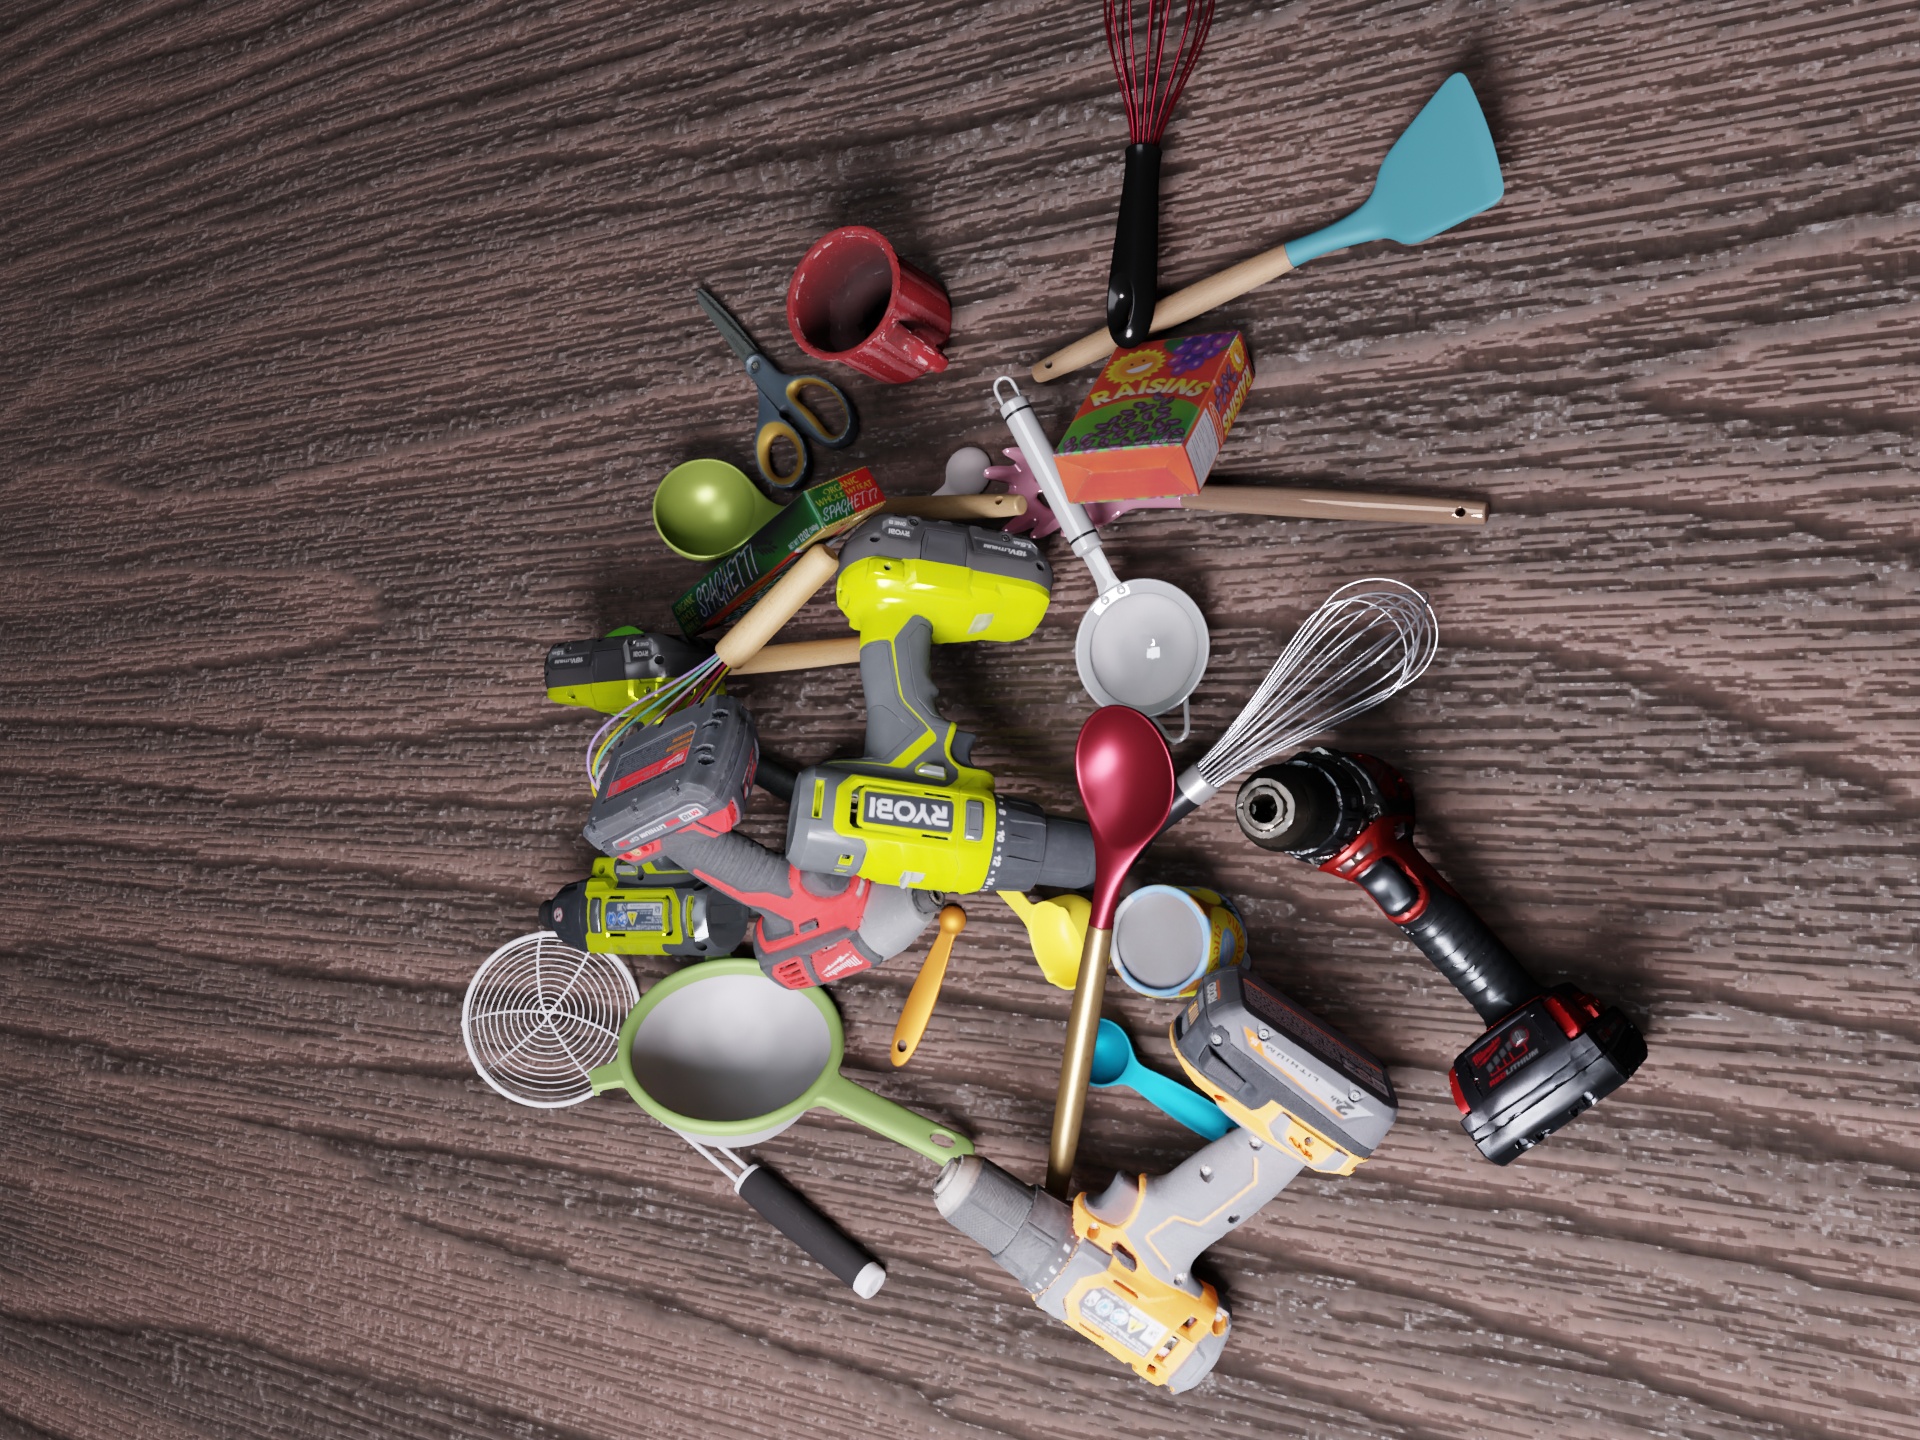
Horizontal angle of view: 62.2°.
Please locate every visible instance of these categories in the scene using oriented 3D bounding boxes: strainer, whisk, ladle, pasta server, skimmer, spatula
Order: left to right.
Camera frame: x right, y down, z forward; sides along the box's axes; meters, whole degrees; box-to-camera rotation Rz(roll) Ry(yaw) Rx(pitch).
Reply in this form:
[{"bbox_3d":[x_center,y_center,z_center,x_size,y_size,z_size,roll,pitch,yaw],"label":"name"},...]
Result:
[{"bbox_3d":[-0.201,0.277,1.109,0.363,0.090,0.127,30,71,29],"label":"skimmer"},{"bbox_3d":[-0.161,-0.024,1.024,0.245,0.051,0.047,-43,32,23],"label":"whisk"},{"bbox_3d":[-0.108,0.254,1.065,0.256,0.151,0.069,21,131,19],"label":"strainer"},{"bbox_3d":[-0.091,-0.147,1.093,0.320,0.062,0.078,4,73,40],"label":"ladle"},{"bbox_3d":[0.078,0.144,0.924,0.069,0.031,0.315,17,104,39],"label":"ladle"},{"bbox_3d":[0.084,-0.103,0.986,0.087,0.050,0.258,-30,81,22],"label":"strainer"},{"bbox_3d":[0.118,-0.378,1.006,0.073,0.073,0.296,2,82,32],"label":"whisk"},{"bbox_3d":[0.159,-0.135,0.973,0.316,0.040,0.060,8,106,31],"label":"pasta server"},{"bbox_3d":[0.165,0.017,0.942,0.284,0.070,0.070,-42,64,26],"label":"whisk"},{"bbox_3d":[0.174,-0.280,0.979,0.317,0.044,0.082,-20,77,29],"label":"spatula"}]

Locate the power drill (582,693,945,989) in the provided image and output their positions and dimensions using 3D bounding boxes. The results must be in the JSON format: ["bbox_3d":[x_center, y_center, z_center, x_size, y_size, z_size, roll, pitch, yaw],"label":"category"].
[{"bbox_3d":[-0.118,0.088,1.019,0.143,0.219,0.079,-23,38,31],"label":"power drill"}]

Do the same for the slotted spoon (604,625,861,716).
[{"bbox_3d":[-0.161,-0.045,1.165,0.314,0.031,0.070,-4,84,30],"label":"slotted spoon"}]

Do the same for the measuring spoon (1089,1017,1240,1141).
[{"bbox_3d":[0.124,0.223,0.964,0.129,0.021,0.042,29,98,22],"label":"measuring spoon"}]

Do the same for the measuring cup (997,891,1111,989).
[{"bbox_3d":[0.044,0.108,1.019,0.157,0.029,0.062,47,140,41],"label":"measuring cup"}]

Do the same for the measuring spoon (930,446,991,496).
[{"bbox_3d":[-0.028,-0.143,1.100,0.124,0.018,0.034,-42,65,21],"label":"measuring spoon"}]

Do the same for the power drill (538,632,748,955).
[{"bbox_3d":[-0.236,0.055,1.138,0.171,0.080,0.223,-4,85,30],"label":"power drill"}]

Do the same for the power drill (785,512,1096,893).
[{"bbox_3d":[-0.002,-0.003,0.978,0.080,0.190,0.229,119,157,-62],"label":"power drill"}]

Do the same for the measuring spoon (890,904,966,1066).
[{"bbox_3d":[-0.024,0.177,1.059,0.021,0.011,0.117,25,97,32],"label":"measuring spoon"}]

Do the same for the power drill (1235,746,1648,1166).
[{"bbox_3d":[0.234,0.106,0.810,0.080,0.187,0.227,-44,68,20],"label":"power drill"}]

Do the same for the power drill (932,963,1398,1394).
[{"bbox_3d":[0.110,0.247,0.893,0.185,0.084,0.226,34,104,-2],"label":"power drill"}]
